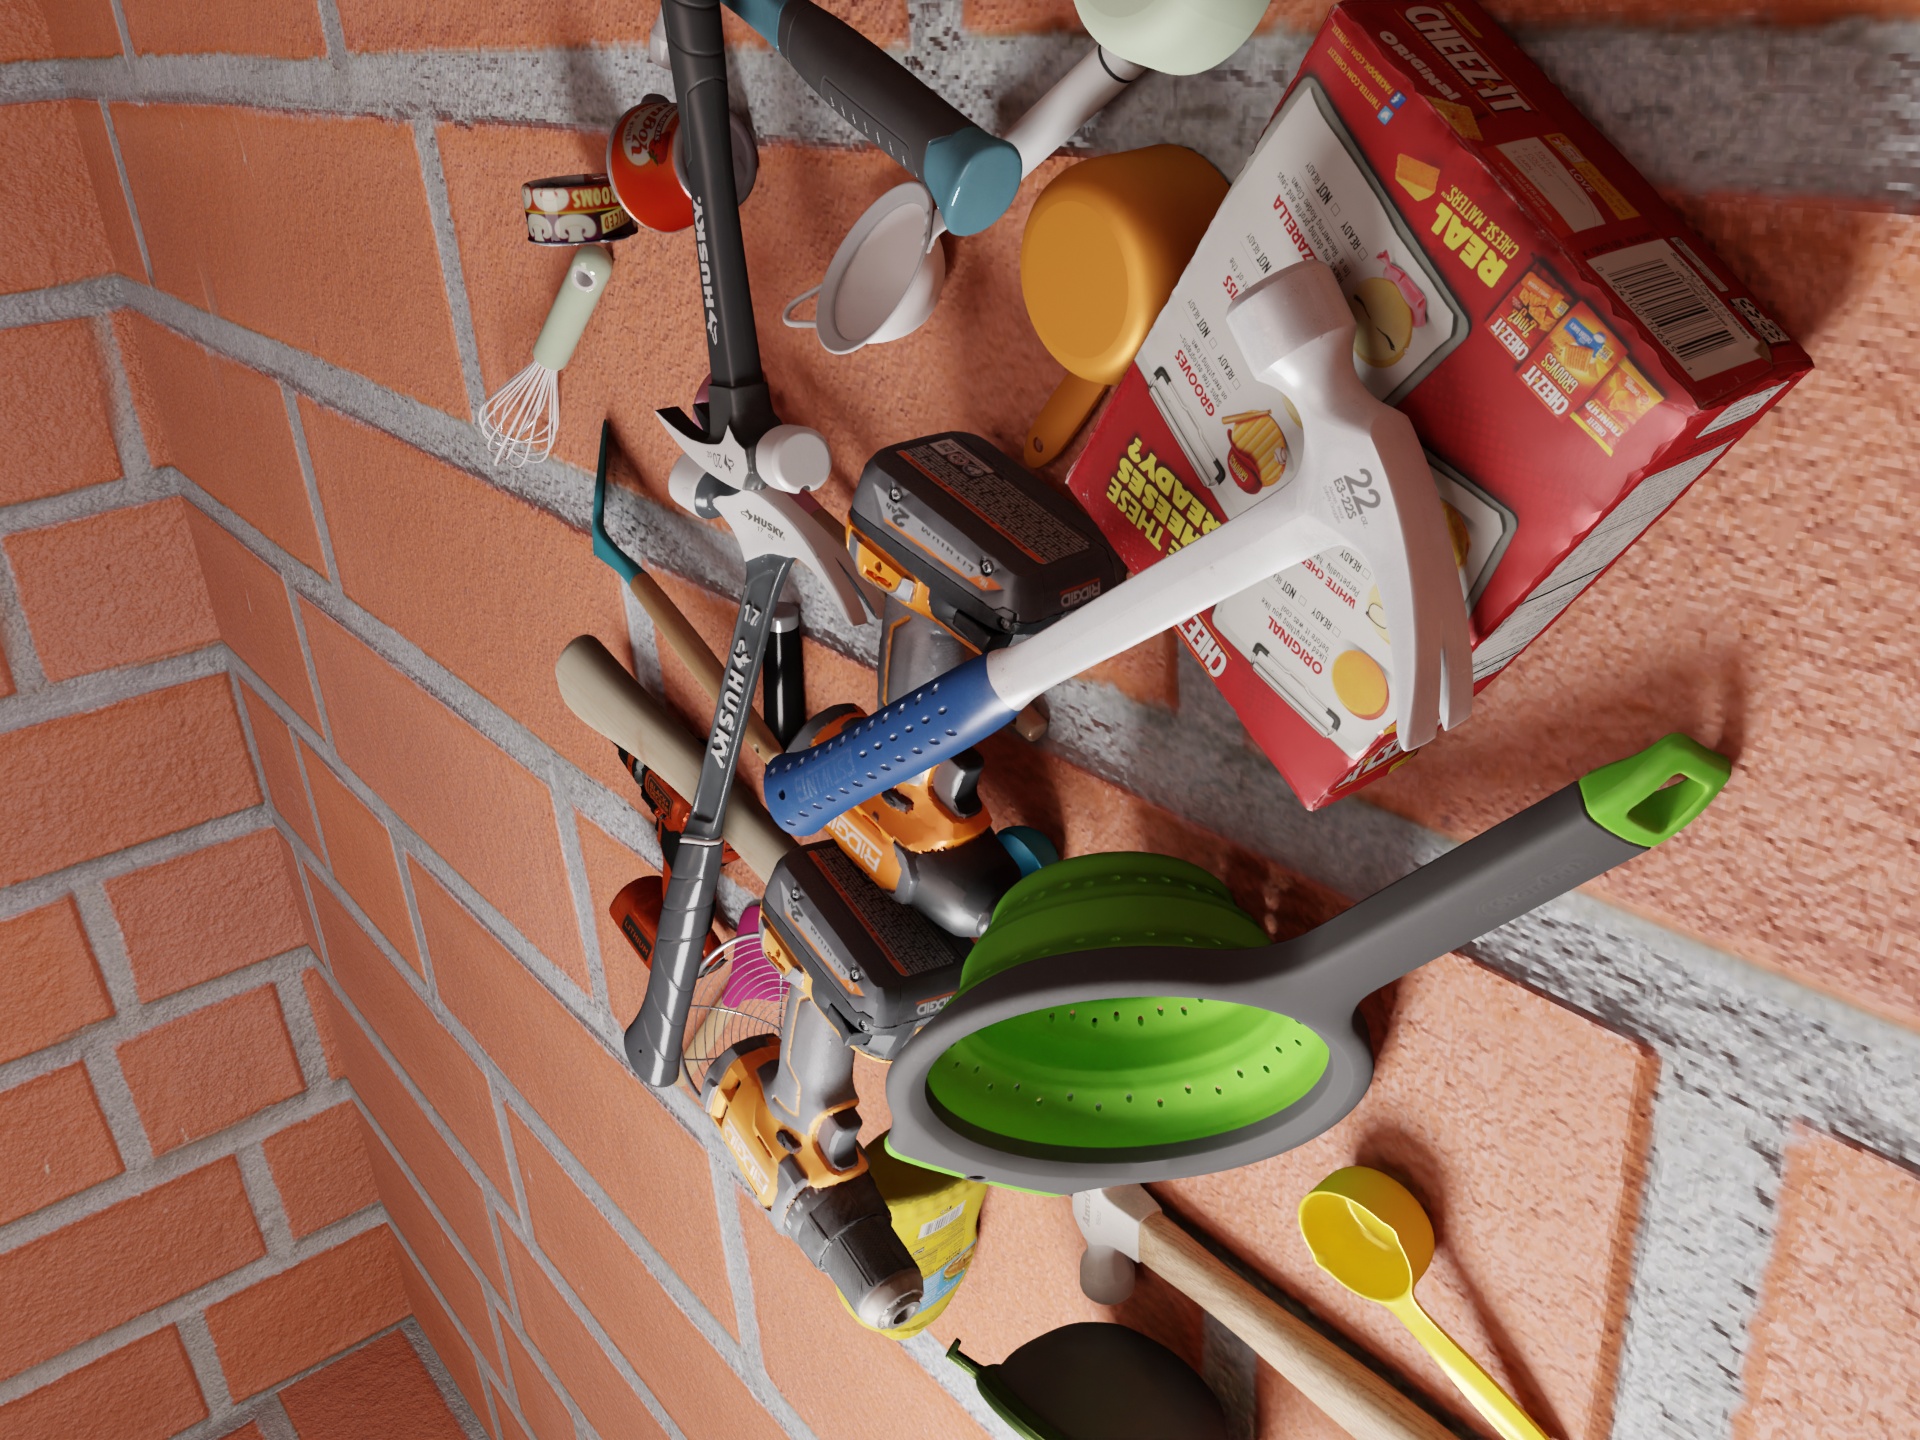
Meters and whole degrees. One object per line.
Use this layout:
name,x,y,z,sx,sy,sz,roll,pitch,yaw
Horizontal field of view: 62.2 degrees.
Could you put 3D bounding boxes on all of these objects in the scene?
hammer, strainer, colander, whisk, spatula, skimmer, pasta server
hammer,-0.123,-0.280,0.759,0.146,0.035,0.334,24,124,56
hammer,-0.068,-0.305,0.717,0.331,0.033,0.128,52,144,38
hammer,-0.109,0.074,0.953,0.411,0.038,0.146,42,127,24
strainer,0.005,-0.223,0.684,0.258,0.050,0.087,-25,53,52
colander,0.117,0.081,0.641,0.397,0.204,0.095,-41,38,40
whisk,-0.285,-0.248,1.100,0.057,0.059,0.246,33,145,-13
hammer,0.170,0.305,0.751,0.332,0.031,0.130,27,130,46
spatula,-0.185,-0.078,1.024,0.318,0.044,0.082,49,141,34
skimmer,-0.135,0.099,1.027,0.127,0.090,0.363,25,128,31
pasta server,-0.056,-0.096,0.863,0.316,0.040,0.060,45,141,27
hammer,-0.143,0.056,0.932,0.149,0.036,0.408,34,122,28
strainer,0.116,0.369,0.801,0.151,0.069,0.256,37,167,-31
hammer,0.026,-0.013,0.620,0.405,0.035,0.144,-28,85,54

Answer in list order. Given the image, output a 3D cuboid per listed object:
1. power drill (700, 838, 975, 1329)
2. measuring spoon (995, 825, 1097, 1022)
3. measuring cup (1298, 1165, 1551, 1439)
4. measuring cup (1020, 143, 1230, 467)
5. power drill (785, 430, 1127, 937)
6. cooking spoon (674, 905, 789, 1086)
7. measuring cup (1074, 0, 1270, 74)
power drill,-0.059,0.198,0.854,0.186,0.084,0.226,48,132,35
measuring spoon,0.057,0.109,0.826,0.042,0.021,0.128,-10,109,62
measuring cup,0.210,0.256,0.679,0.156,0.029,0.062,48,144,10
measuring cup,0.047,-0.153,0.647,0.095,0.052,0.173,59,145,16
power drill,-0.001,-0.002,0.758,0.164,0.084,0.226,41,133,27
cooking spoon,-0.187,0.229,1.247,0.069,0.017,0.318,58,145,17
measuring cup,0.050,-0.303,0.562,0.083,0.038,0.168,-47,64,41
